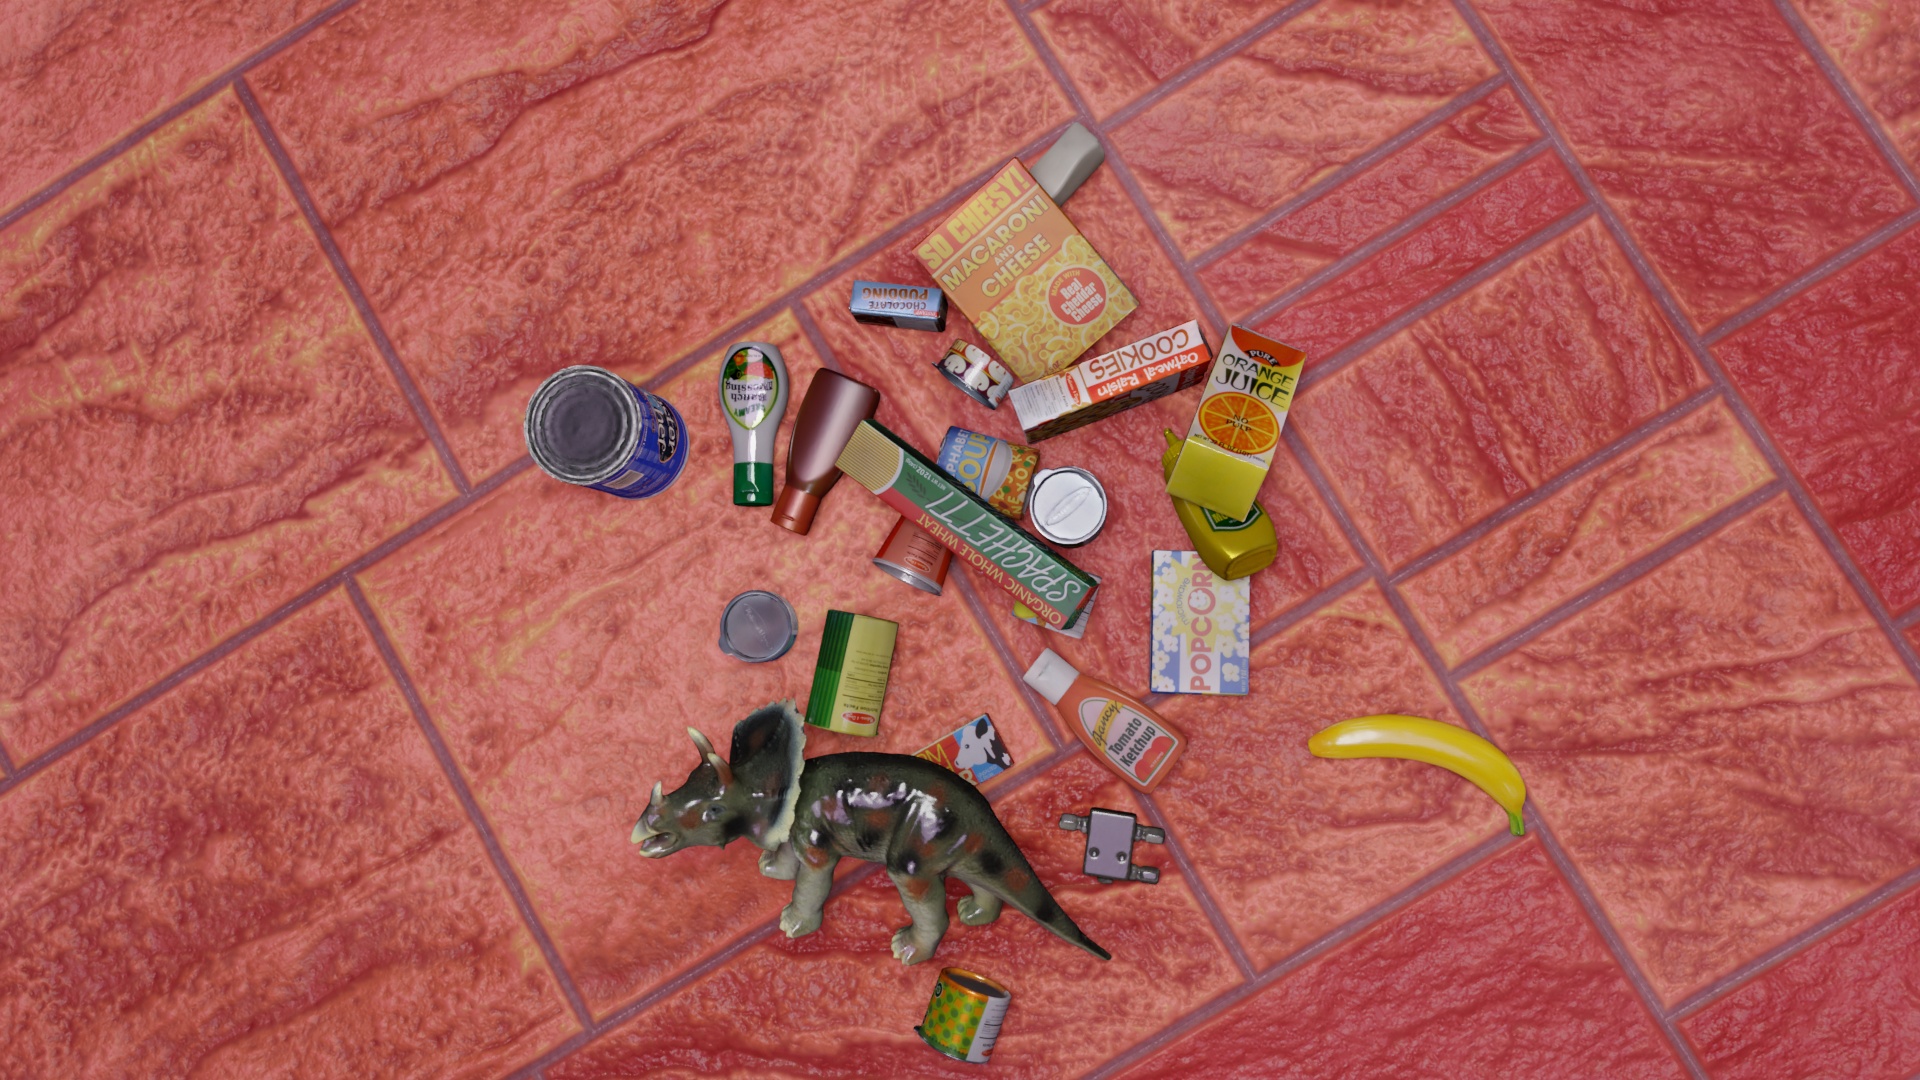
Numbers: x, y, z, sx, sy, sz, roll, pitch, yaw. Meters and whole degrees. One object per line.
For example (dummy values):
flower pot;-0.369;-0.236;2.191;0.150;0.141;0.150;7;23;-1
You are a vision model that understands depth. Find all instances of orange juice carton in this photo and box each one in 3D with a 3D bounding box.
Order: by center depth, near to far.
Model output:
orange juice carton;0.242;-0.115;1.189;0.072;0.072;0.194;22;52;7

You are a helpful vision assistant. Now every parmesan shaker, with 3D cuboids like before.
parmesan shaker;-0.094;0.117;1.234;0.071;0.071;0.103;11;86;6

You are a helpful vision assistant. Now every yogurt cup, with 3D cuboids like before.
yogurt cup;-0.038;0.010;1.237;0.072;0.072;0.054;24;81;7

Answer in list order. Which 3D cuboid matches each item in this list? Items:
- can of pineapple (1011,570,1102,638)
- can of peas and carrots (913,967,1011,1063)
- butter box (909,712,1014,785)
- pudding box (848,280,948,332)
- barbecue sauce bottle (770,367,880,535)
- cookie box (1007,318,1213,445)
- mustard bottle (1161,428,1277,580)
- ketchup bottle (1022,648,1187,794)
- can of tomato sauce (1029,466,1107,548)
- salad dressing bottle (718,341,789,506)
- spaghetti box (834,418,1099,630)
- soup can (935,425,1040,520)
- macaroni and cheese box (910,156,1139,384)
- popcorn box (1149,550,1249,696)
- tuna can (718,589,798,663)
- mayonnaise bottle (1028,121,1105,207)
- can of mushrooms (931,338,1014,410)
can of pineapple;0.083;0.049;1.221;0.071;0.071;0.058;19;88;7
can of peas and carrots;0.002;0.409;1.201;0.071;0.071;0.058;20;88;7
butter box;-0.009;0.201;1.238;0.103;0.024;0.053;-30;83;2
pudding box;-0.056;-0.212;1.262;0.084;0.049;0.030;7;85;6
barbecue sauce bottle;-0.128;-0.079;1.262;0.065;0.043;0.148;23;89;7
cookie box;0.129;-0.133;1.200;0.167;0.123;0.040;-20;86;4
mustard bottle;0.213;-0.041;1.207;0.065;0.048;0.161;-20;58;-14
ketchup bottle;0.124;0.154;1.219;0.149;0.043;0.064;38;90;8
can of tomato sauce;0.094;-0.029;1.216;0.071;0.083;0.071;0;86;6
salad dressing bottle;-0.189;-0.105;1.269;0.064;0.044;0.147;-1;86;5
spaghetti box;0.004;-0.015;1.186;0.250;0.029;0.050;36;106;12
soup can;0.023;-0.061;1.231;0.084;0.071;0.071;15;88;6
macaroni and cheese box;0.056;-0.233;1.222;0.123;0.040;0.166;-40;102;13
popcorn box;0.209;0.072;1.219;0.085;0.038;0.126;1;86;6
tuna can;-0.184;0.080;1.260;0.071;0.033;0.071;0;86;6
mayonnaise bottle;0.066;-0.307;1.252;0.148;0.065;0.041;-45;82;5
can of mushrooms;0.012;-0.150;1.241;0.071;0.071;0.033;36;90;7
